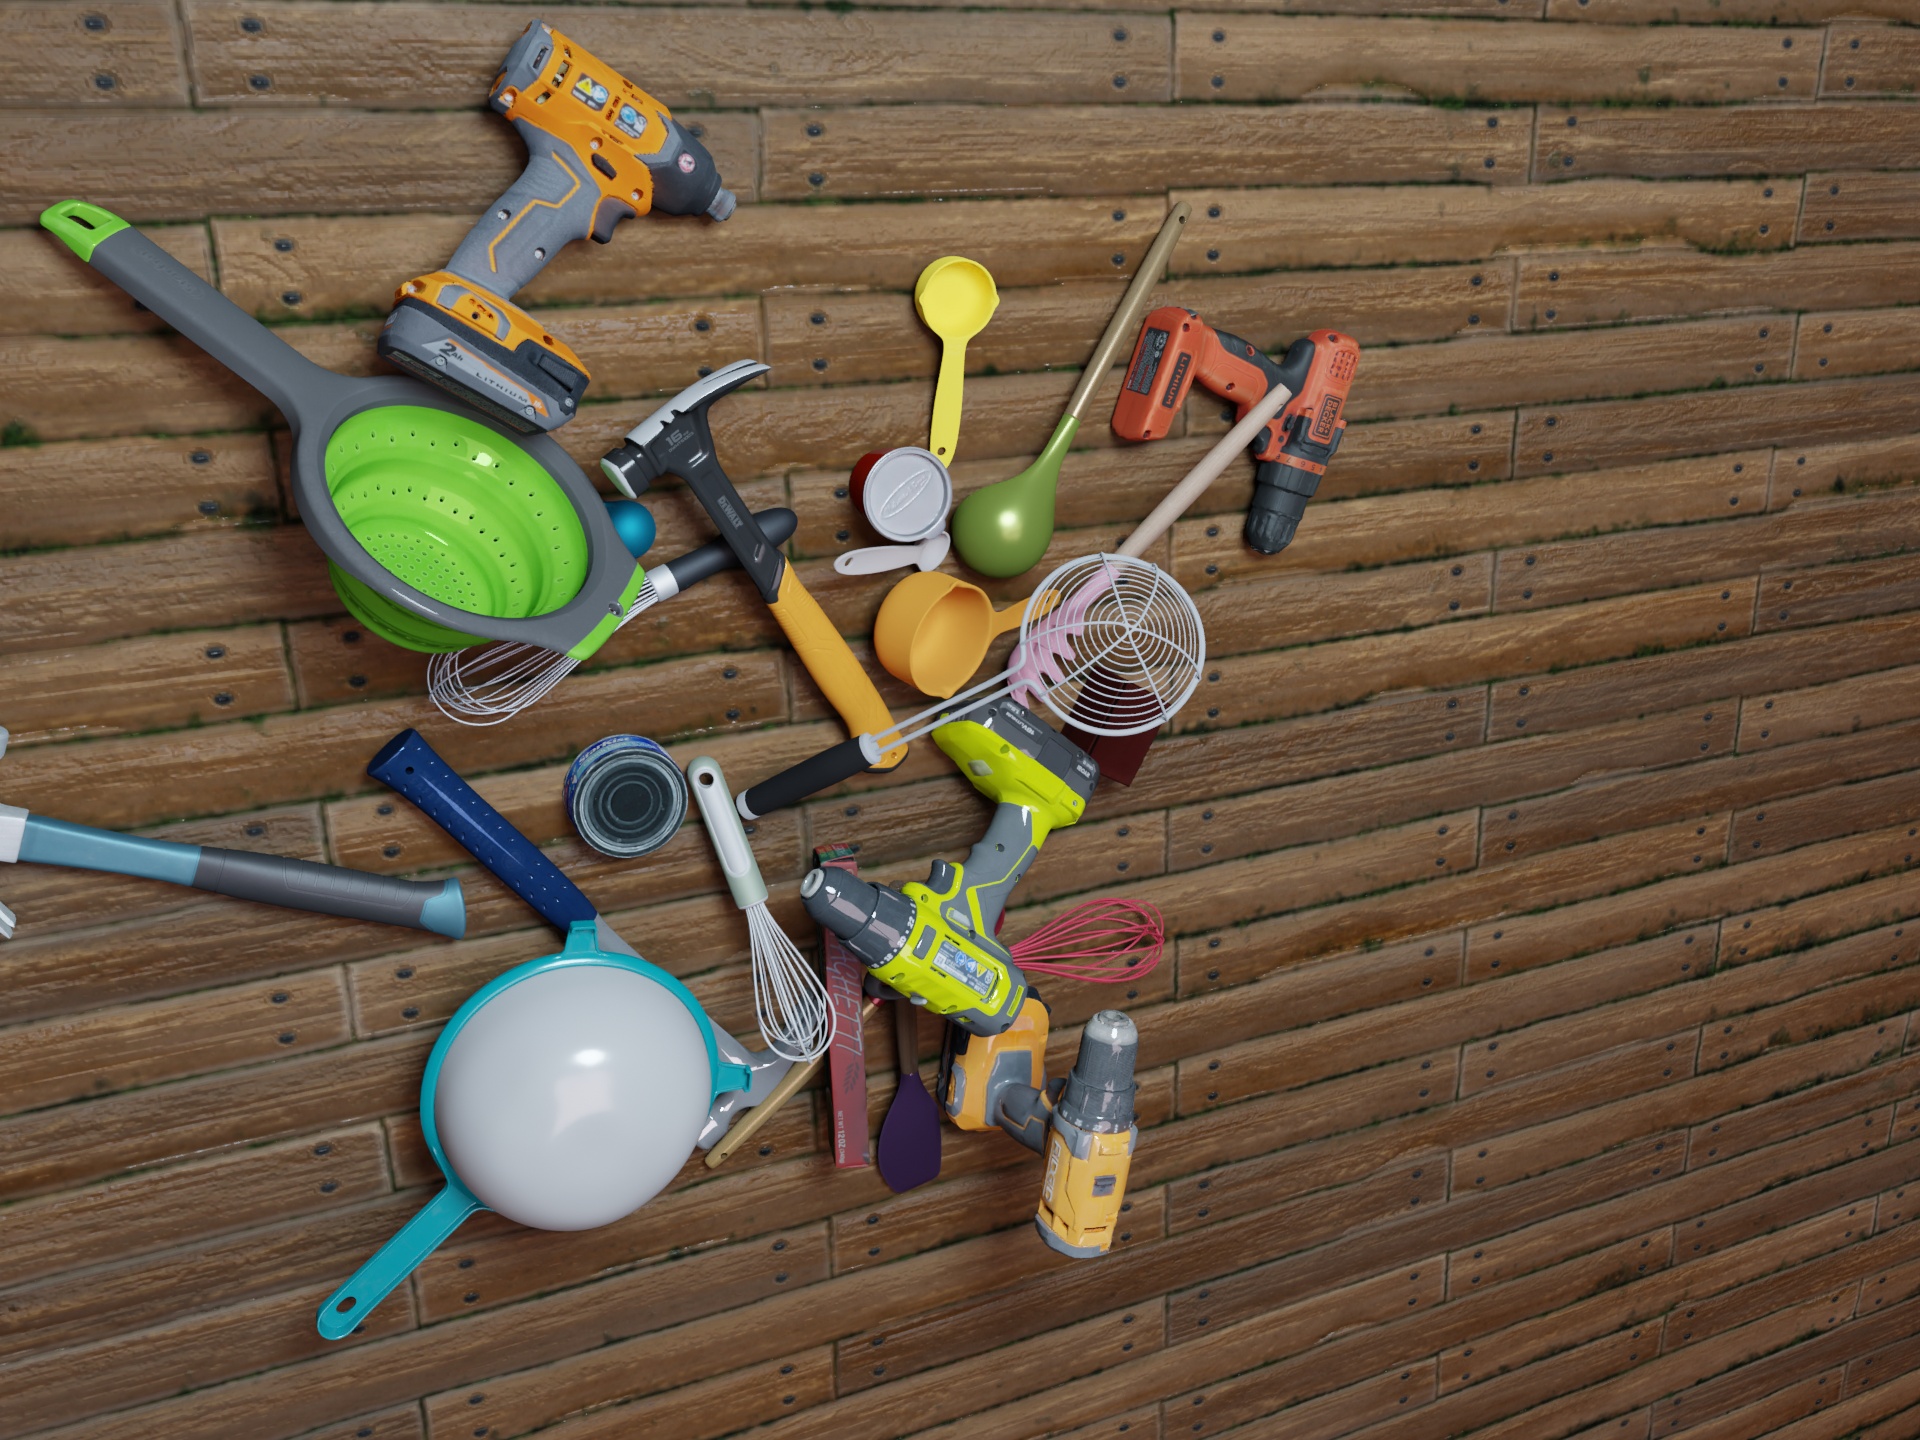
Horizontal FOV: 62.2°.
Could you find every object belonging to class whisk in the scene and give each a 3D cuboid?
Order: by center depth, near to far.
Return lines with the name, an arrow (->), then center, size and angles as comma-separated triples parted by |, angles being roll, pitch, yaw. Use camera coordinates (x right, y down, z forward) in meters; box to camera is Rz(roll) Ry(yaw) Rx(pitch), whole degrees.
whisk -> -0.236, -0.080, 1.100 | 0.284, 0.070, 0.070 | -30, 116, -19
whisk -> -0.152, 0.142, 1.184 | 0.058, 0.059, 0.246 | -20, 97, -5
whisk -> 0.052, 0.191, 1.283 | 0.295, 0.073, 0.073 | -4, 108, -33

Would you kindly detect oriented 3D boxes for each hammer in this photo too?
hammer -> -0.490, 0.098, 1.050 | 0.330, 0.033, 0.128 | 15, 99, -27
hammer -> -0.116, -0.090, 1.130 | 0.127, 0.034, 0.336 | -42, 128, -15
hammer -> -0.265, 0.152, 1.167 | 0.144, 0.035, 0.405 | -43, 118, -6

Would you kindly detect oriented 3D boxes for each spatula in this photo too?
spatula -> -0.045, 0.263, 1.287 | 0.059, 0.018, 0.315 | -16, 122, -25

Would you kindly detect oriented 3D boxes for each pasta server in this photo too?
pasta server -> 0.143, -0.133, 1.223 | 0.316, 0.040, 0.060 | -46, 159, 10

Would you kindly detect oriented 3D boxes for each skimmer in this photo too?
skimmer -> -0.002, -0.004, 1.139 | 0.090, 0.363, 0.127 | -7, 74, -61

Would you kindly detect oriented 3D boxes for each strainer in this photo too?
strainer -> -0.308, 0.317, 1.098 | 0.340, 0.095, 0.210 | -44, 117, -8

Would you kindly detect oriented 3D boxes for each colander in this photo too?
colander -> -0.390, -0.159, 0.980 | 0.397, 0.205, 0.094 | 38, 127, -13

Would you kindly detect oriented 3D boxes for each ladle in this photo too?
ladle -> 0.090, -0.252, 1.205 | 0.078, 0.062, 0.320 | 30, 86, -28
ladle -> -0.088, 0.246, 1.282 | 0.315, 0.031, 0.069 | -44, 119, -4

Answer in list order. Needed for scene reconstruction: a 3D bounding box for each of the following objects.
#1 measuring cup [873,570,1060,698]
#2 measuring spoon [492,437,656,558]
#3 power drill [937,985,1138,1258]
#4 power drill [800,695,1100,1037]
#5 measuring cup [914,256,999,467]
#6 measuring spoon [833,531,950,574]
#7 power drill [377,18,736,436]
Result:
measuring cup -> 0.005, -0.080, 1.214 | 0.173, 0.052, 0.095 | -24, 129, -43
measuring spoon -> -0.261, -0.152, 1.081 | 0.128, 0.021, 0.042 | 35, 90, -28
power drill -> 0.066, 0.282, 1.247 | 0.084, 0.226, 0.185 | 3, 105, -25
power drill -> -0.004, 0.098, 1.195 | 0.190, 0.080, 0.229 | 37, 66, -24
measuring cup -> -0.011, -0.261, 1.164 | 0.062, 0.029, 0.156 | -5, 120, -23
measuring spoon -> -0.053, -0.123, 1.160 | 0.124, 0.018, 0.034 | -15, 134, -50
power drill -> -0.247, -0.296, 0.999 | 0.164, 0.084, 0.226 | 28, 82, -28
